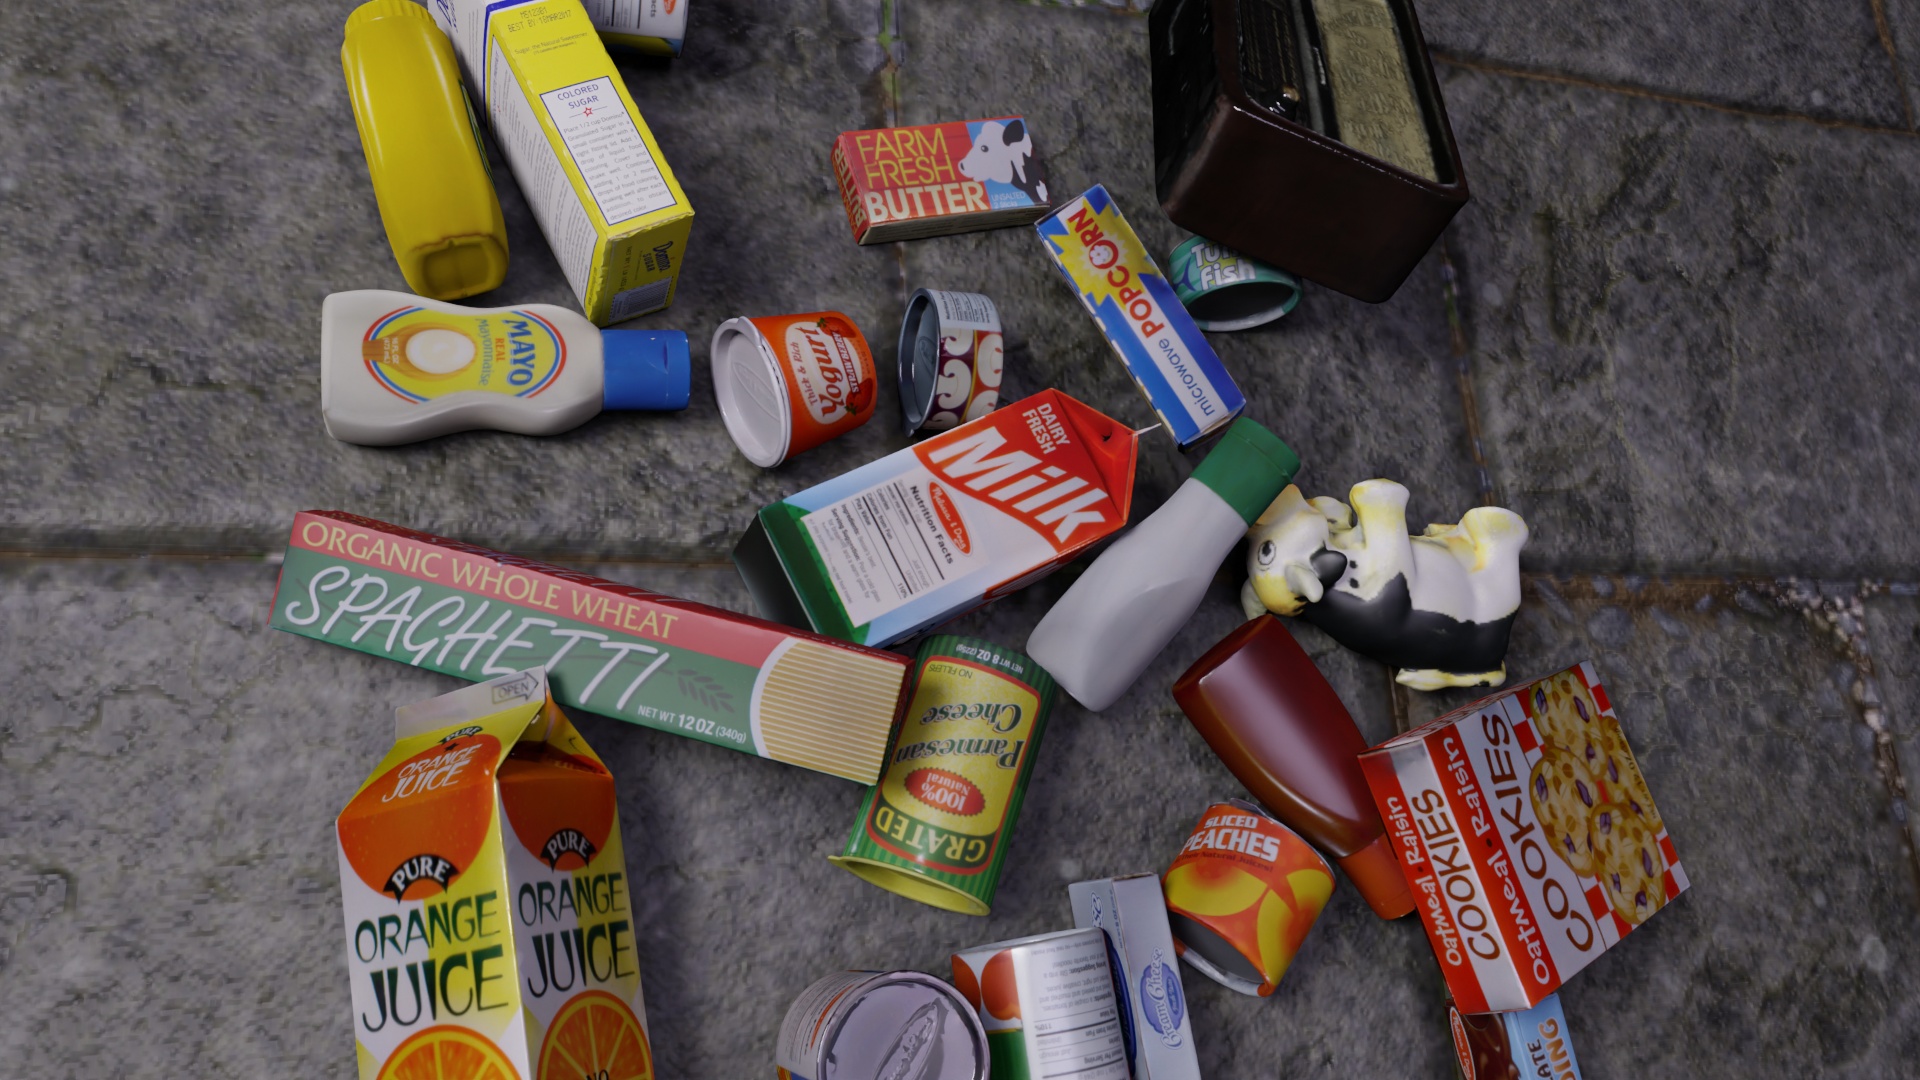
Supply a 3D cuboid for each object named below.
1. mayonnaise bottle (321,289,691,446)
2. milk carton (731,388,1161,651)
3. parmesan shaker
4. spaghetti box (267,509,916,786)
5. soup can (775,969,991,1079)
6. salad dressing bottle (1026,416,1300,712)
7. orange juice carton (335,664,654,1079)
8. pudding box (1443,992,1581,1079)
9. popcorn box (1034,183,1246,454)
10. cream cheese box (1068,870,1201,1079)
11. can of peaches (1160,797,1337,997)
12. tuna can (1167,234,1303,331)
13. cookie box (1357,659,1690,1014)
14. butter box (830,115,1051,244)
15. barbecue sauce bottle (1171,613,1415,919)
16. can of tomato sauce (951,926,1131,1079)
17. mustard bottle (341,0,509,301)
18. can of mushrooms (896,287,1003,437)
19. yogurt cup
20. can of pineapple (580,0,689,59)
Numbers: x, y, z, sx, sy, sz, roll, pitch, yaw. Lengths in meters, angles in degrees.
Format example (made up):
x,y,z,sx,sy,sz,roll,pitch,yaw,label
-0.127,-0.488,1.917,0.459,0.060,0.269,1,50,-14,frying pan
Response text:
x,y,z,sx,sy,sz,roll,pitch,yaw,label
-0.193,-0.074,0.598,0.148,0.041,0.065,-2,72,-19,mayonnaise bottle
0.002,-0.008,0.627,0.191,0.072,0.073,-25,83,-23,milk carton
-0.006,0.098,0.594,0.071,0.071,0.103,24,67,-10,parmesan shaker
-0.145,0.040,0.544,0.250,0.028,0.050,14,90,3,spaghetti box
-0.030,0.204,0.542,0.071,0.083,0.071,5,72,-17,soup can
0.094,0.010,0.635,0.147,0.064,0.044,-48,54,0,salad dressing bottle
-0.169,0.147,0.506,0.072,0.073,0.193,-16,76,18,orange juice carton
0.261,0.253,0.643,0.030,0.049,0.084,-6,76,-22,pudding box
0.089,-0.104,0.677,0.038,0.085,0.127,-33,85,9,popcorn box
0.075,0.197,0.597,0.024,0.053,0.104,-6,75,-18,cream cheese box
0.123,0.158,0.617,0.071,0.071,0.058,41,66,-3,can of peaches
0.141,-0.136,0.715,0.071,0.071,0.033,0,74,-19,tuna can
0.272,0.136,0.665,0.168,0.040,0.123,-12,77,-40,cookie box
-0.009,-0.183,0.704,0.104,0.024,0.053,-12,78,-22,butter box
0.169,0.110,0.661,0.065,0.043,0.148,-37,88,-24,barbecue sauce bottle
0.033,0.208,0.574,0.071,0.071,0.083,-5,75,-20,can of tomato sauce
-0.238,-0.186,0.608,0.049,0.065,0.160,-15,75,-18,mustard bottle
-0.006,-0.082,0.652,0.033,0.071,0.071,1,73,-19,can of mushrooms
-0.074,-0.072,0.627,0.054,0.072,0.072,-20,81,-31,yogurt cup
-0.161,-0.265,0.658,0.058,0.070,0.071,0,74,-19,can of pineapple
